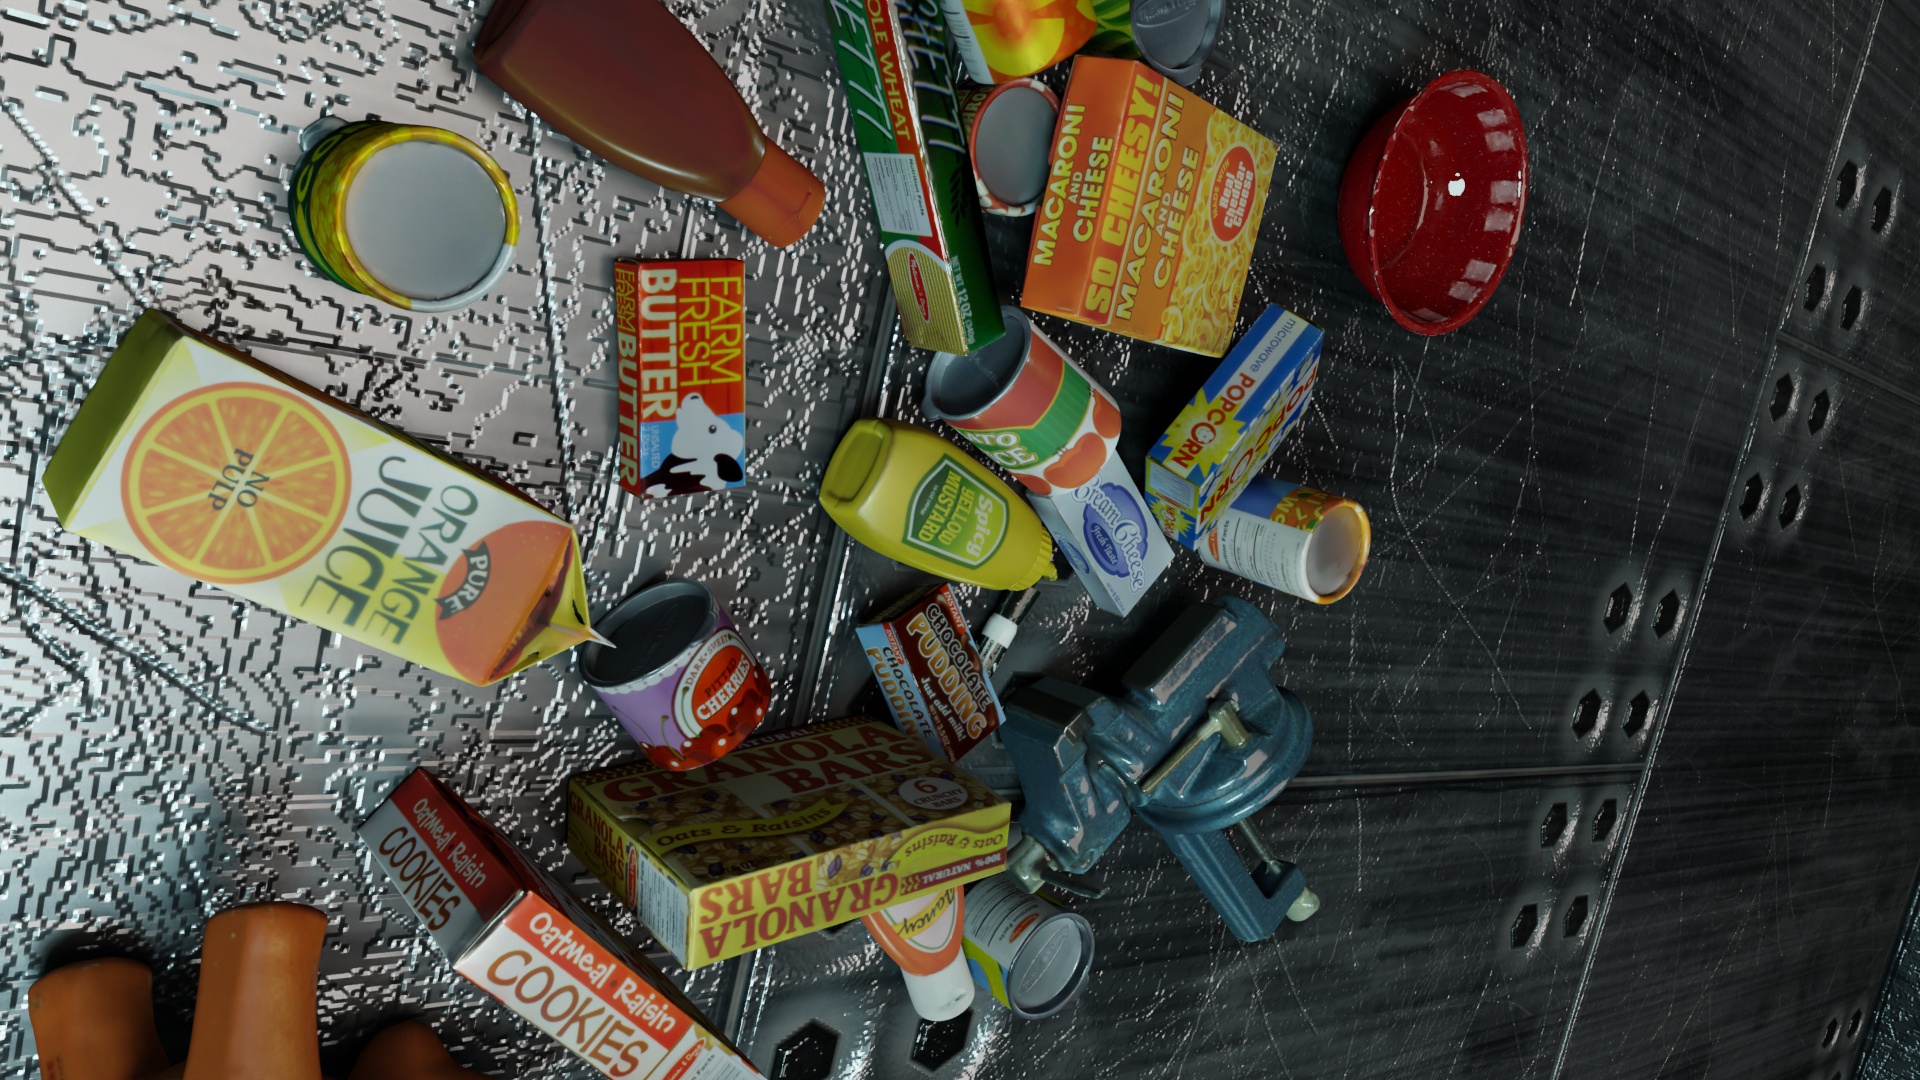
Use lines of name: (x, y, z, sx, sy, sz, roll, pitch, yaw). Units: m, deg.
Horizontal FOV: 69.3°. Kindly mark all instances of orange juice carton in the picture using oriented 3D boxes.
orange juice carton: (-0.220, -0.005, 0.520, 0.192, 0.072, 0.073, 32, 84, -40)

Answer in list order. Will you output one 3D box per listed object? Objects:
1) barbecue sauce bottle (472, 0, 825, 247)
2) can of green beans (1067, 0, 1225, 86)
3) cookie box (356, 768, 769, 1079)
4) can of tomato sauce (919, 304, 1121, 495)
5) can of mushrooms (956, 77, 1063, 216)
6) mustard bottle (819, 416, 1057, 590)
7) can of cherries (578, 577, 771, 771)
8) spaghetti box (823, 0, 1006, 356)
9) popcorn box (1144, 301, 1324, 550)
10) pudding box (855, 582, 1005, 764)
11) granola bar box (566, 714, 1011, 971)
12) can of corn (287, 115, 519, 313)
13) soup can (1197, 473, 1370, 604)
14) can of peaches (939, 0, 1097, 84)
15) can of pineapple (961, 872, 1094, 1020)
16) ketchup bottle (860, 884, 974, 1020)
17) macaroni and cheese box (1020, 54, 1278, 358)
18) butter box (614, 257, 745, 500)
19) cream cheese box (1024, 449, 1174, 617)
barbecue sauce bottle: (-0.119, -0.174, 0.567, 0.148, 0.044, 0.065, 32, 83, -41)
can of green beans: (0.089, -0.266, 0.695, 0.071, 0.058, 0.071, -13, 112, -36)
cookie box: (-0.166, 0.177, 0.587, 0.040, 0.123, 0.167, -48, 128, -18)
can of tomato sauce: (0.032, -0.068, 0.707, 0.083, 0.071, 0.071, 36, 81, -41)
can of mushrooms: (0.019, -0.194, 0.678, 0.071, 0.033, 0.070, -14, 113, -35)
mustard bottle: (0.003, -0.009, 0.713, 0.160, 0.049, 0.065, 27, 88, -41)
can of cherries: (-0.124, 0.060, 0.618, 0.072, 0.071, 0.058, -42, 126, -21)
spaghetti box: (-0.028, -0.205, 0.626, 0.029, 0.050, 0.249, -30, 121, -30)
popcorn box: (0.158, -0.065, 0.805, 0.127, 0.038, 0.085, -50, 160, -16)
pudding box: (-0.014, 0.070, 0.718, 0.050, 0.030, 0.083, -33, 106, -43)
granola bar box: (-0.079, 0.130, 0.642, 0.166, 0.124, 0.039, -7, 108, -37)
can of corn: (-0.204, -0.120, 0.505, 0.071, 0.058, 0.071, -14, 112, -36)
soup can: (0.199, -0.004, 0.850, 0.071, 0.084, 0.071, -13, 112, -36)
can of peaches: (0.026, -0.254, 0.641, 0.071, 0.071, 0.057, -42, 127, -21)
can of pineapple: (0.035, 0.237, 0.812, 0.071, 0.058, 0.070, -13, 112, -35)
ketchup bottle: (-0.026, 0.197, 0.759, 0.065, 0.043, 0.148, -27, 120, -21)
macaroni and cheese box: (0.101, -0.167, 0.724, 0.167, 0.040, 0.123, 1, 103, -54)
butter box: (-0.122, -0.072, 0.609, 0.053, 0.024, 0.103, -10, 111, -37)
cream cheese box: (0.081, -0.010, 0.793, 0.053, 0.024, 0.103, -49, 128, -18)
